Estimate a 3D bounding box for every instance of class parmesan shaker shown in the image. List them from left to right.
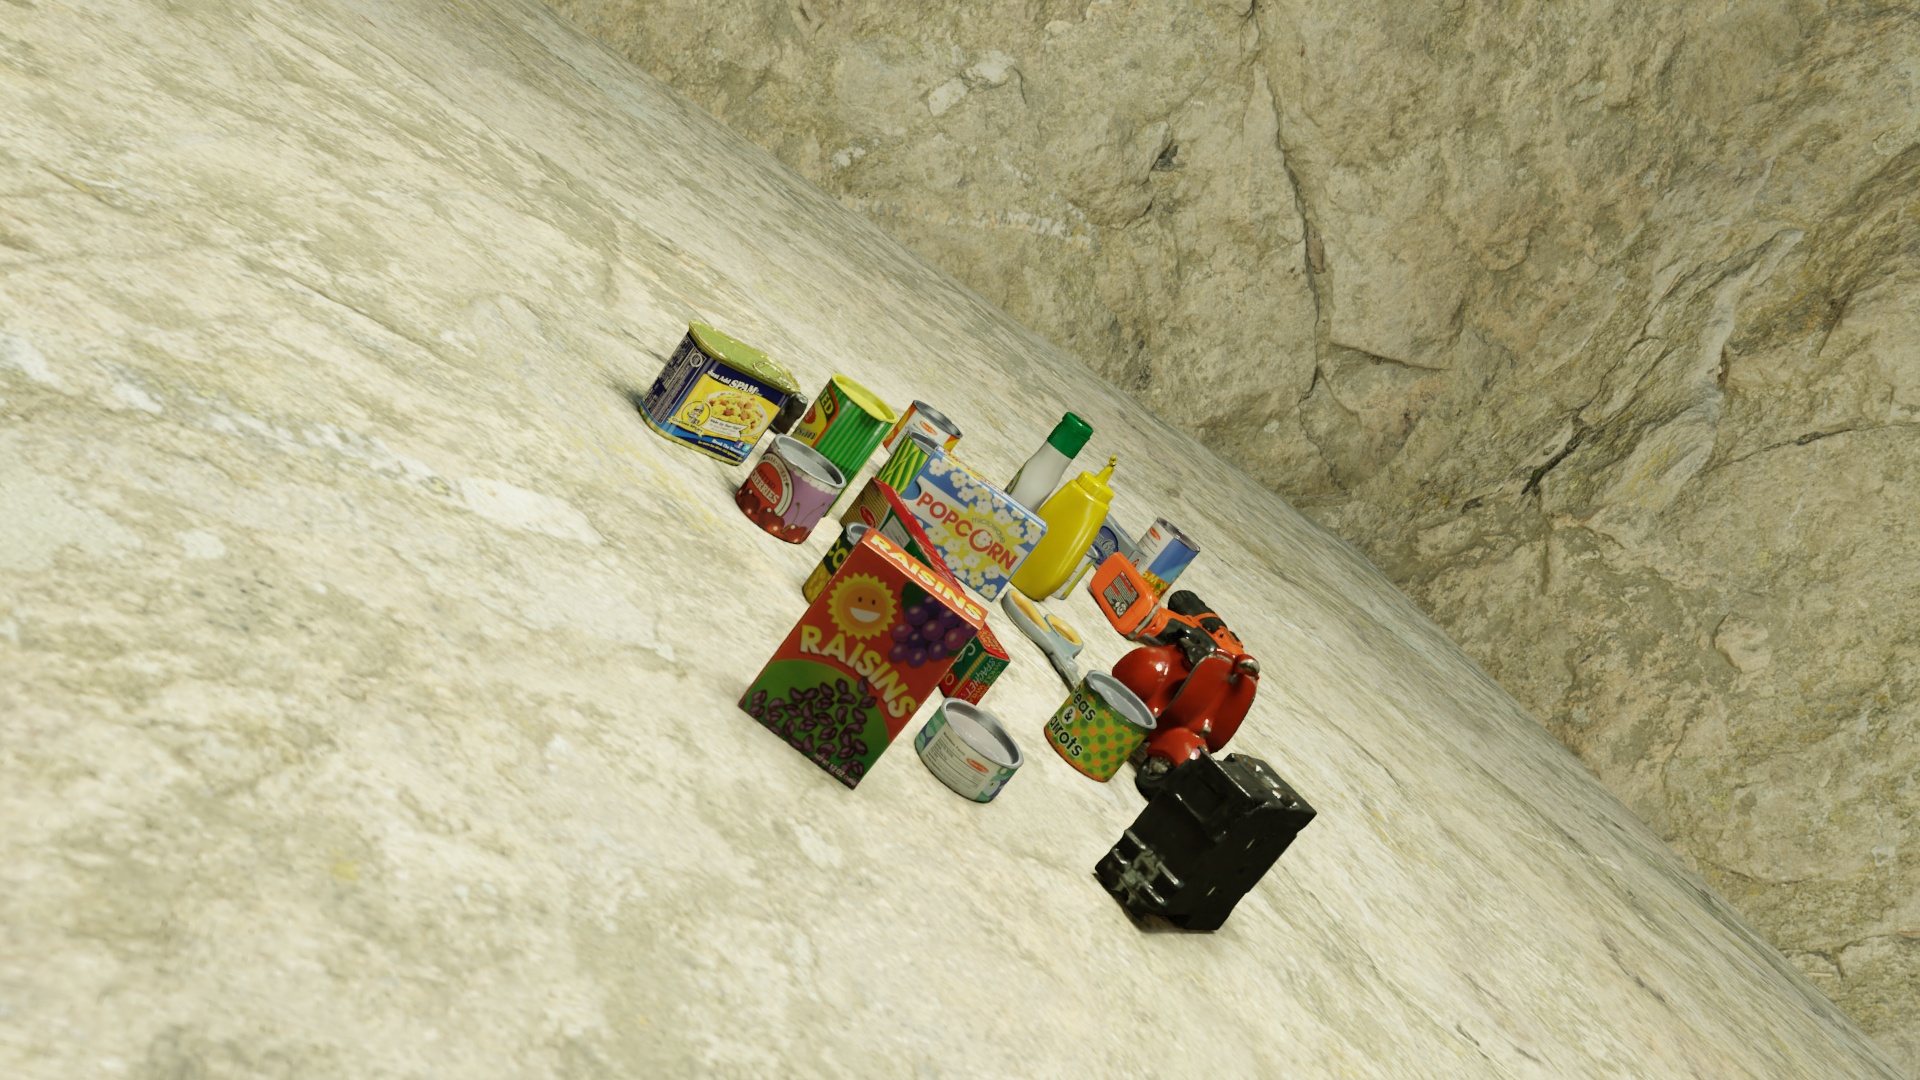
[{"bbox_3d":[-0.108,-0.077,1.153,0.071,0.103,0.071,35,14,-10],"label":"parmesan shaker"}]

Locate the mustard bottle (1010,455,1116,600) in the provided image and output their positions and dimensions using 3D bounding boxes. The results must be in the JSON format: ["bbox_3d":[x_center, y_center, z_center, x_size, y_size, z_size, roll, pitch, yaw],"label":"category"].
[{"bbox_3d":[0.106,-0.017,1.352,0.065,0.160,0.049,42,15,17],"label":"mustard bottle"}]

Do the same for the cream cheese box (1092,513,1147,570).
[{"bbox_3d":[0.176,0.009,1.648,0.024,0.053,0.104,27,17,-34],"label":"cream cheese box"}]

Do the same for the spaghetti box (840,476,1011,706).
[{"bbox_3d":[-0.033,0.035,1.087,0.028,0.050,0.251,26,18,-38],"label":"spaghetti box"}]

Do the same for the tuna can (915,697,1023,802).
[{"bbox_3d":[0.006,0.135,0.904,0.071,0.032,0.071,35,15,-10],"label":"tuna can"}]

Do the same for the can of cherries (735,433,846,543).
[{"bbox_3d":[-0.133,-0.040,1.068,0.071,0.058,0.072,35,15,-10],"label":"can of cherries"}]

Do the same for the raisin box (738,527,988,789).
[{"bbox_3d":[-0.055,0.067,0.792,0.086,0.123,0.040,37,14,-2],"label":"raisin box"}]

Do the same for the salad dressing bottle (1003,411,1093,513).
[{"bbox_3d":[0.085,-0.070,1.491,0.044,0.147,0.064,37,14,0],"label":"salad dressing bottle"}]

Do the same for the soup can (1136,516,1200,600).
[{"bbox_3d":[0.242,0.025,1.691,0.071,0.083,0.071,35,14,-10],"label":"soup can"}]

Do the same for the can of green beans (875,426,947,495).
[{"bbox_3d":[-0.041,-0.067,1.365,0.071,0.057,0.071,35,15,-10],"label":"can of green beans"}]

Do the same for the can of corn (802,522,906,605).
[{"bbox_3d":[-0.072,0.029,0.998,0.071,0.058,0.071,35,15,-10],"label":"can of corn"}]

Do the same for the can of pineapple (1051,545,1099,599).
[{"bbox_3d":[0.100,0.019,1.431,0.071,0.057,0.071,35,15,-10],"label":"can of pineapple"}]

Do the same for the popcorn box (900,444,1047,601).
[{"bbox_3d":[0.004,-0.016,1.261,0.126,0.085,0.038,36,14,-6],"label":"popcorn box"}]

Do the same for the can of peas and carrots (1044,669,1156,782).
[{"bbox_3d":[0.105,0.141,1.065,0.071,0.058,0.071,35,15,-10],"label":"can of peas and carrots"}]

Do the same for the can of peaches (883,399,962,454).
[{"bbox_3d":[-0.040,-0.109,1.498,0.071,0.058,0.071,35,15,-10],"label":"can of peaches"}]
